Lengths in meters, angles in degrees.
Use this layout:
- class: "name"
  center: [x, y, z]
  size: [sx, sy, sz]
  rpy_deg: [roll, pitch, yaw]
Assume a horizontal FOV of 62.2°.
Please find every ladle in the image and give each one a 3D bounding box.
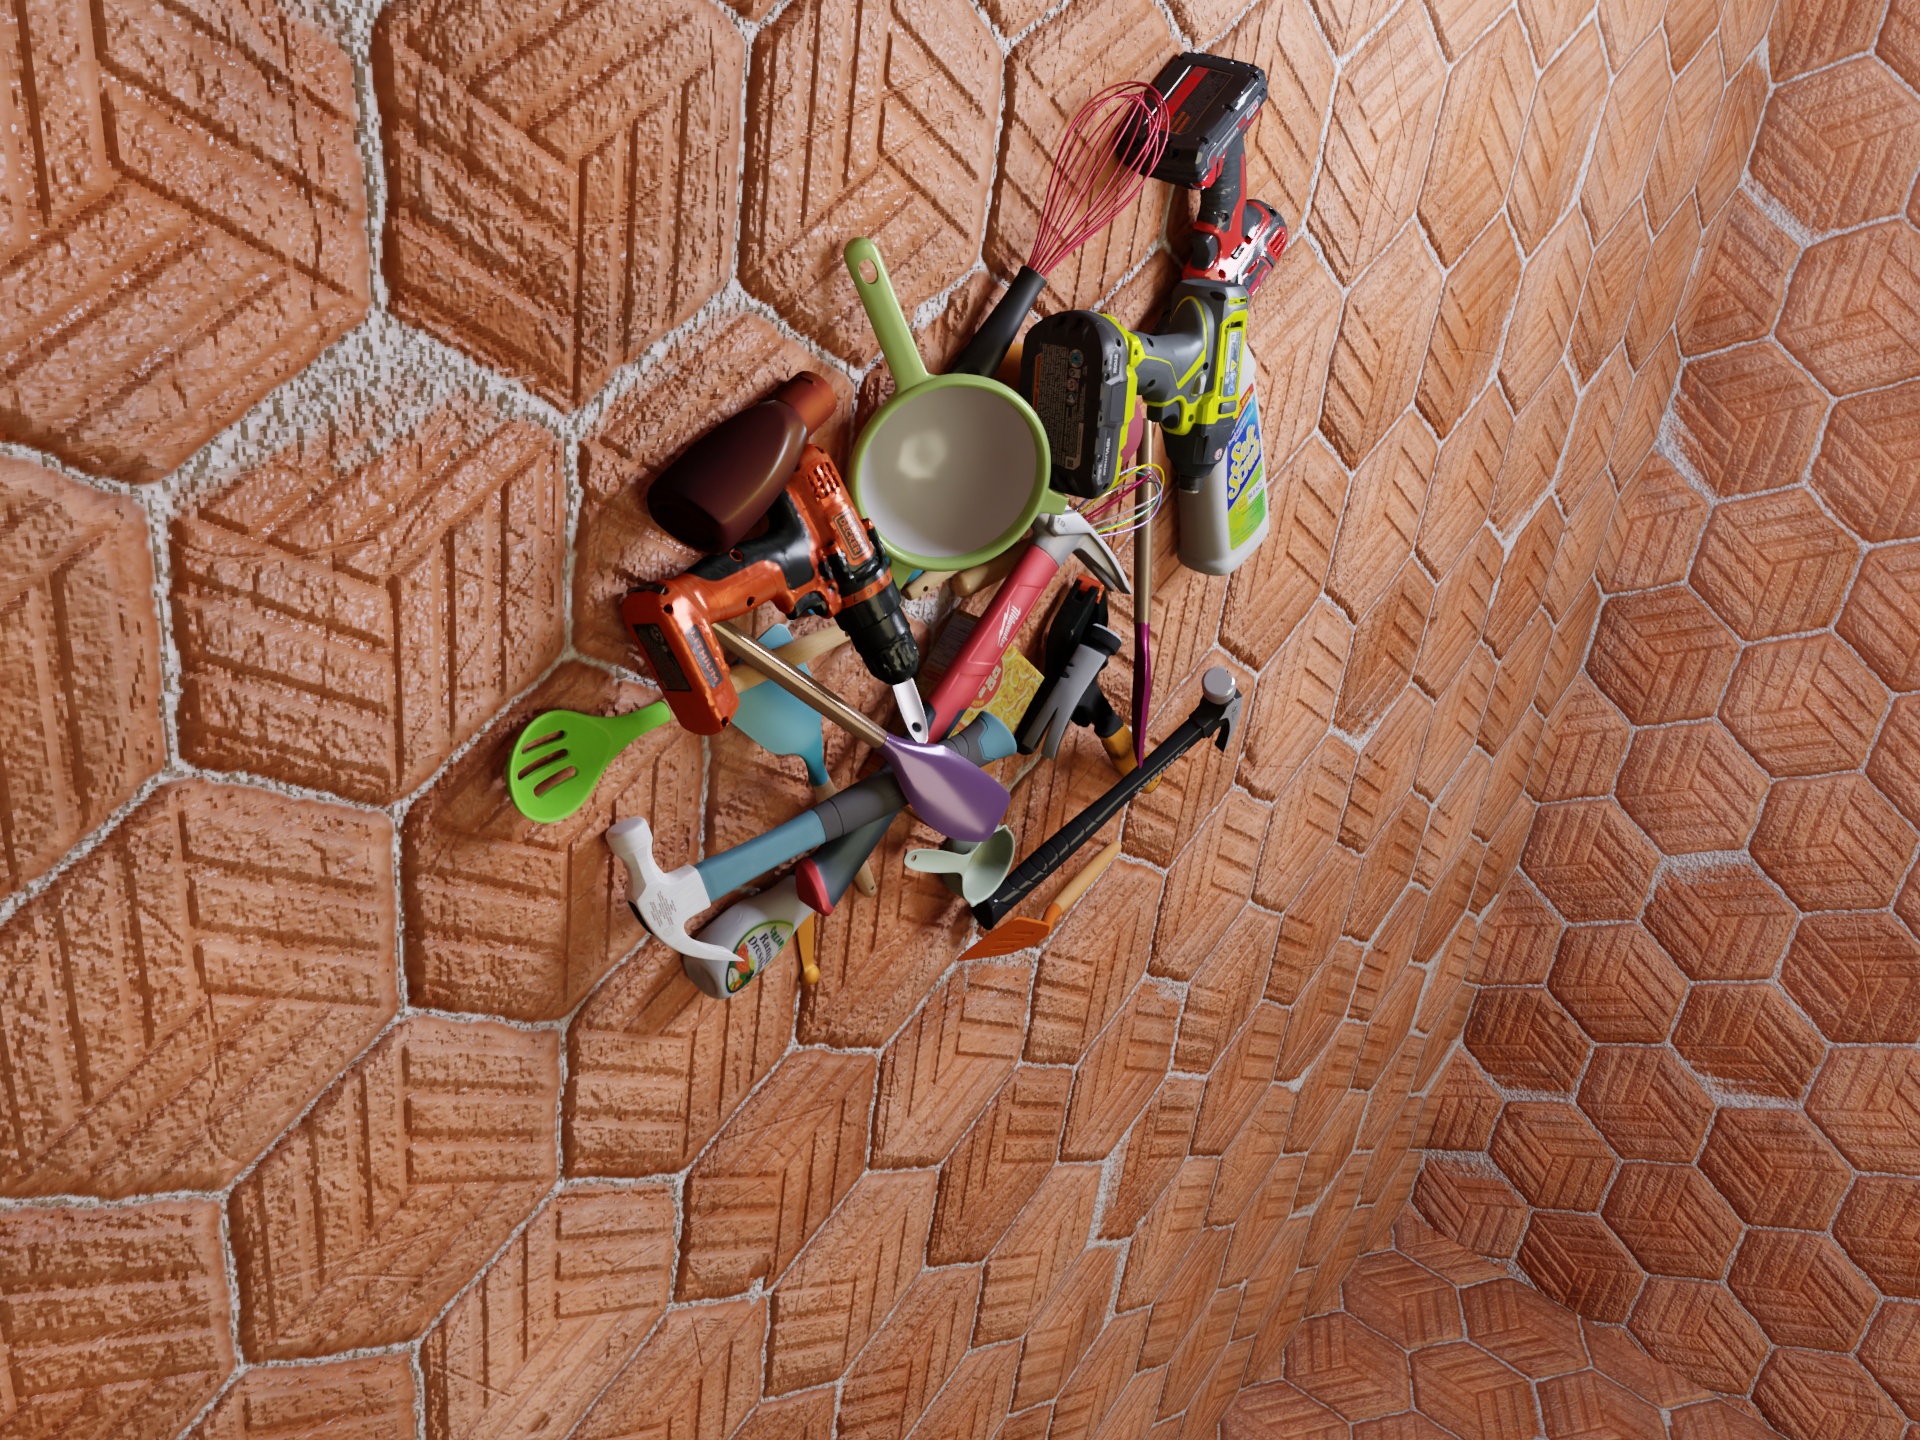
- class: "ladle"
  center: [0.062, -0.185, 1.339]
  size: [0.315, 0.031, 0.069]
  rpy_deg: [-40, 141, -31]

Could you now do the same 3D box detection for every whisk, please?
- class: "whisk"
  center: [0.088, -0.165, 1.362]
  size: [0.245, 0.051, 0.047]
  rpy_deg: [-30, 166, -30]
- class: "whisk"
  center: [0.065, -0.353, 1.200]
  size: [0.296, 0.073, 0.073]
  rpy_deg: [-58, 148, 0]

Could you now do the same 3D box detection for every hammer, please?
- class: "hammer"
  center: [0.146, 0.020, 1.549]
  size: [0.127, 0.034, 0.336]
  rpy_deg: [-59, 156, -6]
- class: "hammer"
  center: [-0.002, -0.004, 1.281]
  size: [0.143, 0.038, 0.386]
  rpy_deg: [42, 75, -35]
- class: "hammer"
  center: [-0.095, 0.071, 1.185]
  size: [0.331, 0.033, 0.128]
  rpy_deg: [-26, 111, -28]
- class: "hammer"
  center: [0.143, 0.085, 1.549]
  size: [0.335, 0.035, 0.146]
  rpy_deg: [-41, 158, -5]

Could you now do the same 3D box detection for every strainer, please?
- class: "strainer"
  center: [-0.032, -0.231, 1.144]
  size: [0.151, 0.069, 0.256]
  rpy_deg: [-25, 122, -2]

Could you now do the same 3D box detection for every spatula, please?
- class: "spatula"
  center: [-0.113, 0.054, 1.258]
  size: [0.082, 0.044, 0.317]
  rpy_deg: [-51, 150, -23]
- class: "spatula"
  center: [-0.078, 0.004, 1.157]
  size: [0.315, 0.018, 0.060]
  rpy_deg: [37, 78, -32]
- class: "spatula"
  center: [0.097, 0.172, 1.585]
  size: [0.081, 0.041, 0.322]
  rpy_deg: [-39, 177, 29]

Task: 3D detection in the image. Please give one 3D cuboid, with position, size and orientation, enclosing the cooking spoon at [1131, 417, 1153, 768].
- class: "cooking spoon"
  center: [0.166, -0.115, 1.454]
  size: [0.069, 0.017, 0.319]
  rpy_deg: [-23, 114, -77]

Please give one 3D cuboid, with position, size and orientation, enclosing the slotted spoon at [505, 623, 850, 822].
- class: "slotted spoon"
  center: [-0.184, -0.013, 1.092]
  size: [0.314, 0.031, 0.070]
  rpy_deg: [-28, 117, -41]

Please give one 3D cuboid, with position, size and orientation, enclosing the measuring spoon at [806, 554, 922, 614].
- class: "measuring spoon"
  center: [-0.067, -0.106, 1.210]
  size: [0.128, 0.021, 0.042]
  rpy_deg: [-34, 137, -40]

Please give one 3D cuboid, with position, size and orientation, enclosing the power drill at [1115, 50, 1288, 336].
- class: "power drill"
  center: [0.197, -0.413, 1.330]
  size: [0.188, 0.080, 0.226]
  rpy_deg: [-54, 149, -15]

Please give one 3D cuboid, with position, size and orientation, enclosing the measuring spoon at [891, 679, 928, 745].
- class: "measuring spoon"
  center: [-0.052, -0.036, 1.218]
  size: [0.034, 0.124, 0.018]
  rpy_deg: [-11, 165, -35]

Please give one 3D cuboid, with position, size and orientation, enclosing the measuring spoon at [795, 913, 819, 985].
- class: "measuring spoon"
  center: [-0.127, 0.178, 1.331]
  size: [0.021, 0.011, 0.116]
  rpy_deg: [-33, 136, -39]

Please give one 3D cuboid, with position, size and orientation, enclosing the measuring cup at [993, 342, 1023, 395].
- class: "measuring cup"
  center: [0.083, -0.231, 1.285]
  size: [0.173, 0.052, 0.095]
  rpy_deg: [41, 75, -46]

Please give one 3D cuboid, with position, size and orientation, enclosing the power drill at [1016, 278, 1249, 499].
- class: "power drill"
  center: [0.144, -0.251, 1.250]
  size: [0.223, 0.080, 0.171]
  rpy_deg: [-21, 122, -45]

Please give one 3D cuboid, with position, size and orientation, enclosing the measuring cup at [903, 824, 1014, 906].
- class: "measuring cup"
  center: [-0.012, 0.122, 1.435]
  size: [0.167, 0.038, 0.083]
  rpy_deg: [12, 102, -55]
